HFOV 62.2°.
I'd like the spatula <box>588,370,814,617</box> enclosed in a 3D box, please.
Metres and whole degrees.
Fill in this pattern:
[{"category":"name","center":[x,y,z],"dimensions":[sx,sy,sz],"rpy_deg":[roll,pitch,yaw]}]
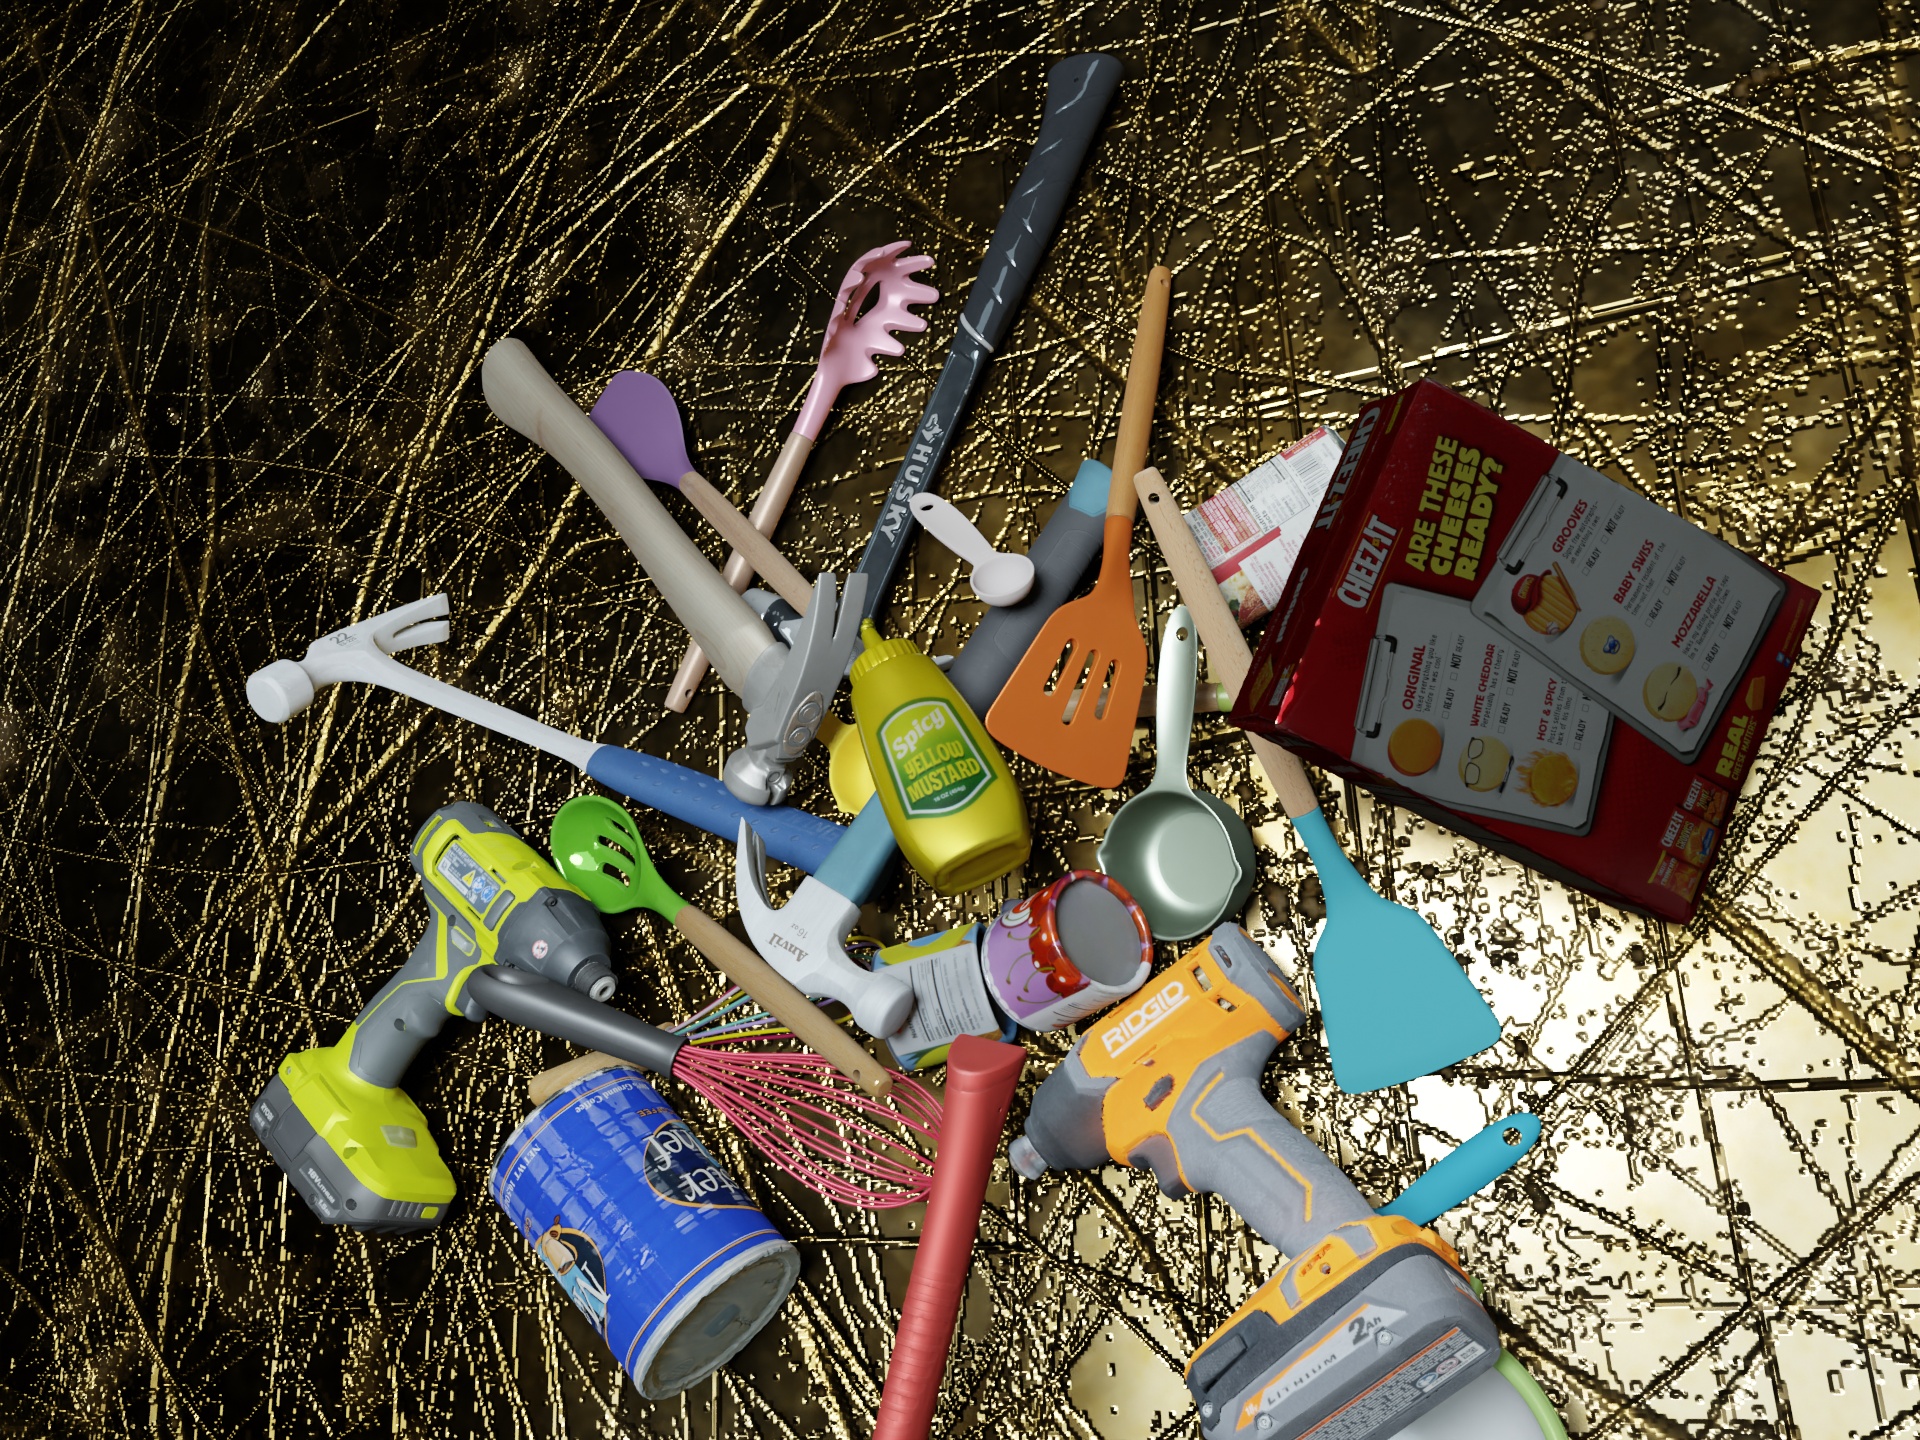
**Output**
[{"category":"spatula","center":[-0.152,-0.135,0.969],"dimensions":[0.060,0.018,0.316],"rpy_deg":[-53,50,11]}]

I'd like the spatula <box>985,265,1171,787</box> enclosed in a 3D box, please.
[{"category":"spatula","center":[0.082,-0.120,0.847],"dimensions":[0.041,0.081,0.323],"rpy_deg":[-38,33,53]}]

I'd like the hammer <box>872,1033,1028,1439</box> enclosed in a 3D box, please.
[{"category":"hammer","center":[-0.023,0.330,0.749],"dimensions":[0.037,0.149,0.359],"rpy_deg":[8,75,24]}]

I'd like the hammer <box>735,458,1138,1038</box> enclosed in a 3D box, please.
[{"category":"hammer","center":[-0.001,-0.003,0.843],"dimensions":[0.128,0.033,0.331],"rpy_deg":[27,73,24]}]

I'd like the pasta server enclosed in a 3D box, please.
[{"category":"pasta server","center":[-0.104,-0.147,0.971],"dimensions":[0.040,0.060,0.316],"rpy_deg":[25,90,44]}]

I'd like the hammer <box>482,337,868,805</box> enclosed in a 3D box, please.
[{"category":"hammer","center":[-0.193,-0.132,0.965],"dimensions":[0.411,0.038,0.146],"rpy_deg":[47,125,35]}]

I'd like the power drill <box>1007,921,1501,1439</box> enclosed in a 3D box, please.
[{"category":"power drill","center":[0.116,0.218,0.720],"dimensions":[0.164,0.084,0.227],"rpy_deg":[-40,41,9]}]

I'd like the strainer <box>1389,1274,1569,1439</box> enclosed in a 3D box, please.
[{"category":"strainer","center":[0.152,0.361,0.695],"dimensions":[0.256,0.069,0.152],"rpy_deg":[-31,46,17]}]

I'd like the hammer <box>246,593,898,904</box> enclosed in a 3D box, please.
[{"category":"hammer","center":[-0.221,0.016,0.950],"dimensions":[0.406,0.144,0.035],"rpy_deg":[20,124,19]}]

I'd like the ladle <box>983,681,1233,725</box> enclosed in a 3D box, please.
[{"category":"ladle","center":[0.107,-0.011,0.832],"dimensions":[0.320,0.062,0.078],"rpy_deg":[-3,88,25]}]

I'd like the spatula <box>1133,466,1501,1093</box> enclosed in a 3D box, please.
[{"category":"spatula","center":[0.157,0.023,0.769],"dimensions":[0.082,0.044,0.317],"rpy_deg":[-25,94,18]}]

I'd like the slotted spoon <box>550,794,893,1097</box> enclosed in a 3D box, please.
[{"category":"slotted spoon","center":[-0.137,0.122,0.874],"dimensions":[0.314,0.031,0.070],"rpy_deg":[29,112,42]}]

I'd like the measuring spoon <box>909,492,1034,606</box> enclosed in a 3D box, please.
[{"category":"measuring spoon","center":[0.004,-0.093,0.868],"dimensions":[0.034,0.018,0.124],"rpy_deg":[-29,41,-11]}]

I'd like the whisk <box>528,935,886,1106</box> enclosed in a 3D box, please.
[{"category":"whisk","center":[-0.145,0.176,0.896],"dimensions":[0.245,0.051,0.047],"rpy_deg":[-24,73,19]}]

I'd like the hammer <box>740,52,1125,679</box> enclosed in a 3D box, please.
[{"category":"hammer","center":[0.006,-0.211,0.942],"dimensions":[0.149,0.036,0.409],"rpy_deg":[21,85,25]}]

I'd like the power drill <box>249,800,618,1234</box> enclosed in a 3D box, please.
[{"category":"power drill","center":[-0.304,0.180,0.936],"dimensions":[0.171,0.080,0.223],"rpy_deg":[34,91,34]}]

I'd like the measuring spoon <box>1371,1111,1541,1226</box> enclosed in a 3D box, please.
[{"category":"measuring spoon","center":[0.214,0.221,0.736],"dimensions":[0.128,0.021,0.042],"rpy_deg":[-40,64,10]}]

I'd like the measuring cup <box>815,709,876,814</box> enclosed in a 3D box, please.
[{"category":"measuring cup","center":[-0.075,0.004,0.926],"dimensions":[0.157,0.029,0.062],"rpy_deg":[38,96,36]}]

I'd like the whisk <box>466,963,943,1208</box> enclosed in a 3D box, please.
[{"category":"whisk","center":[-0.131,0.186,0.841],"dimensions":[0.296,0.073,0.073],"rpy_deg":[19,83,12]}]

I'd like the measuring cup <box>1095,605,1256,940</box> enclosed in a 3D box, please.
[{"category":"measuring cup","center":[0.115,0.027,0.806],"dimensions":[0.083,0.038,0.167],"rpy_deg":[4,91,37]}]
